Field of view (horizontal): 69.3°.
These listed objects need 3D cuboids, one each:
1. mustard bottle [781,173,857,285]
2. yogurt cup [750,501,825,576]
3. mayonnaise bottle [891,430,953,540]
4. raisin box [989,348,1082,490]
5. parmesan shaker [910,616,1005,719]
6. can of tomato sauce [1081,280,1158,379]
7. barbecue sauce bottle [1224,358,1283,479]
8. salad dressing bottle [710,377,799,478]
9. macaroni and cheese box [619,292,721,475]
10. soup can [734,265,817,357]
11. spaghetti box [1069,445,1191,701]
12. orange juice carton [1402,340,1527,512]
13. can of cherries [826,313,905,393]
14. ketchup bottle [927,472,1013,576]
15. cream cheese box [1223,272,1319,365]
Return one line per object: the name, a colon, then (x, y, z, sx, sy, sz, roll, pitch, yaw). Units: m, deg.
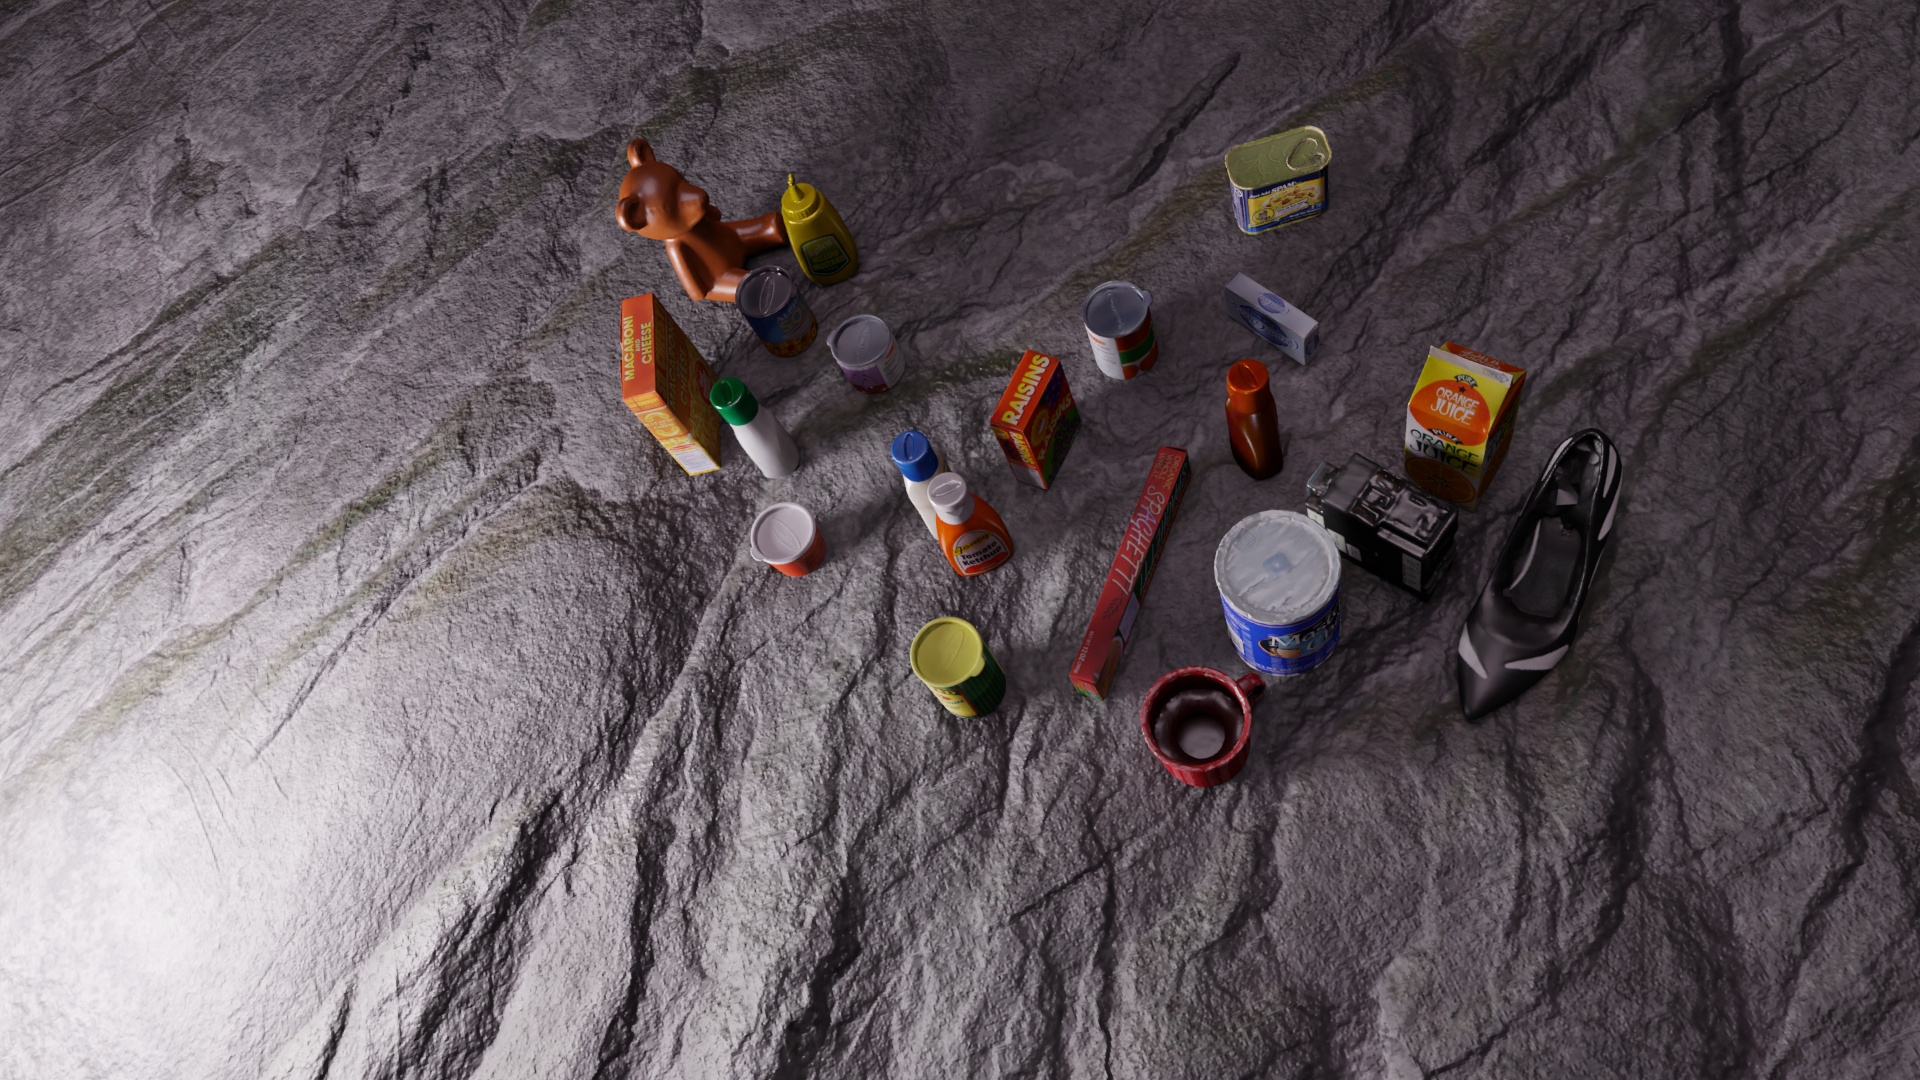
mustard bottle: (-0.159, -0.339, 1.500, 0.065, 0.159, 0.049, -20, 62, 6)
yogurt cup: (-0.171, 0.002, 1.401, 0.072, 0.053, 0.072, -6, 64, 13)
mayonnaise bottle: (-0.029, -0.055, 1.336, 0.041, 0.147, 0.065, -7, 64, 12)
raisin box: (0.075, -0.116, 1.351, 0.040, 0.123, 0.086, 21, 73, 23)
parmesan shaker: (0.002, 0.120, 1.270, 0.071, 0.102, 0.071, -6, 64, 13)
can of tomato sauce: (0.163, -0.211, 1.395, 0.071, 0.083, 0.071, -6, 64, 13)
barbecue sauce bottle: (0.269, -0.114, 1.283, 0.043, 0.148, 0.065, -27, 62, 2)
salad dressing bottle: (-0.209, -0.115, 1.414, 0.044, 0.147, 0.064, -20, 62, 6)
macaroni and cheese box: (-0.302, -0.160, 1.450, 0.040, 0.166, 0.124, -13, 63, 10)
soup can: (-0.196, -0.248, 1.510, 0.071, 0.083, 0.071, -6, 64, 13)
spaghetti box: (0.162, 0.028, 1.300, 0.029, 0.050, 0.251, 16, 70, 22)
orange juice carton: (0.437, -0.107, 1.208, 0.072, 0.192, 0.073, 28, 76, 25)
can of cherries: (-0.100, -0.198, 1.475, 0.071, 0.058, 0.072, -6, 64, 13)
ketchup bottle: (0.005, -0.016, 1.308, 0.065, 0.148, 0.044, -24, 62, 4)
cream cheese box: (0.309, -0.220, 1.376, 0.024, 0.053, 0.104, -45, 62, -8)
